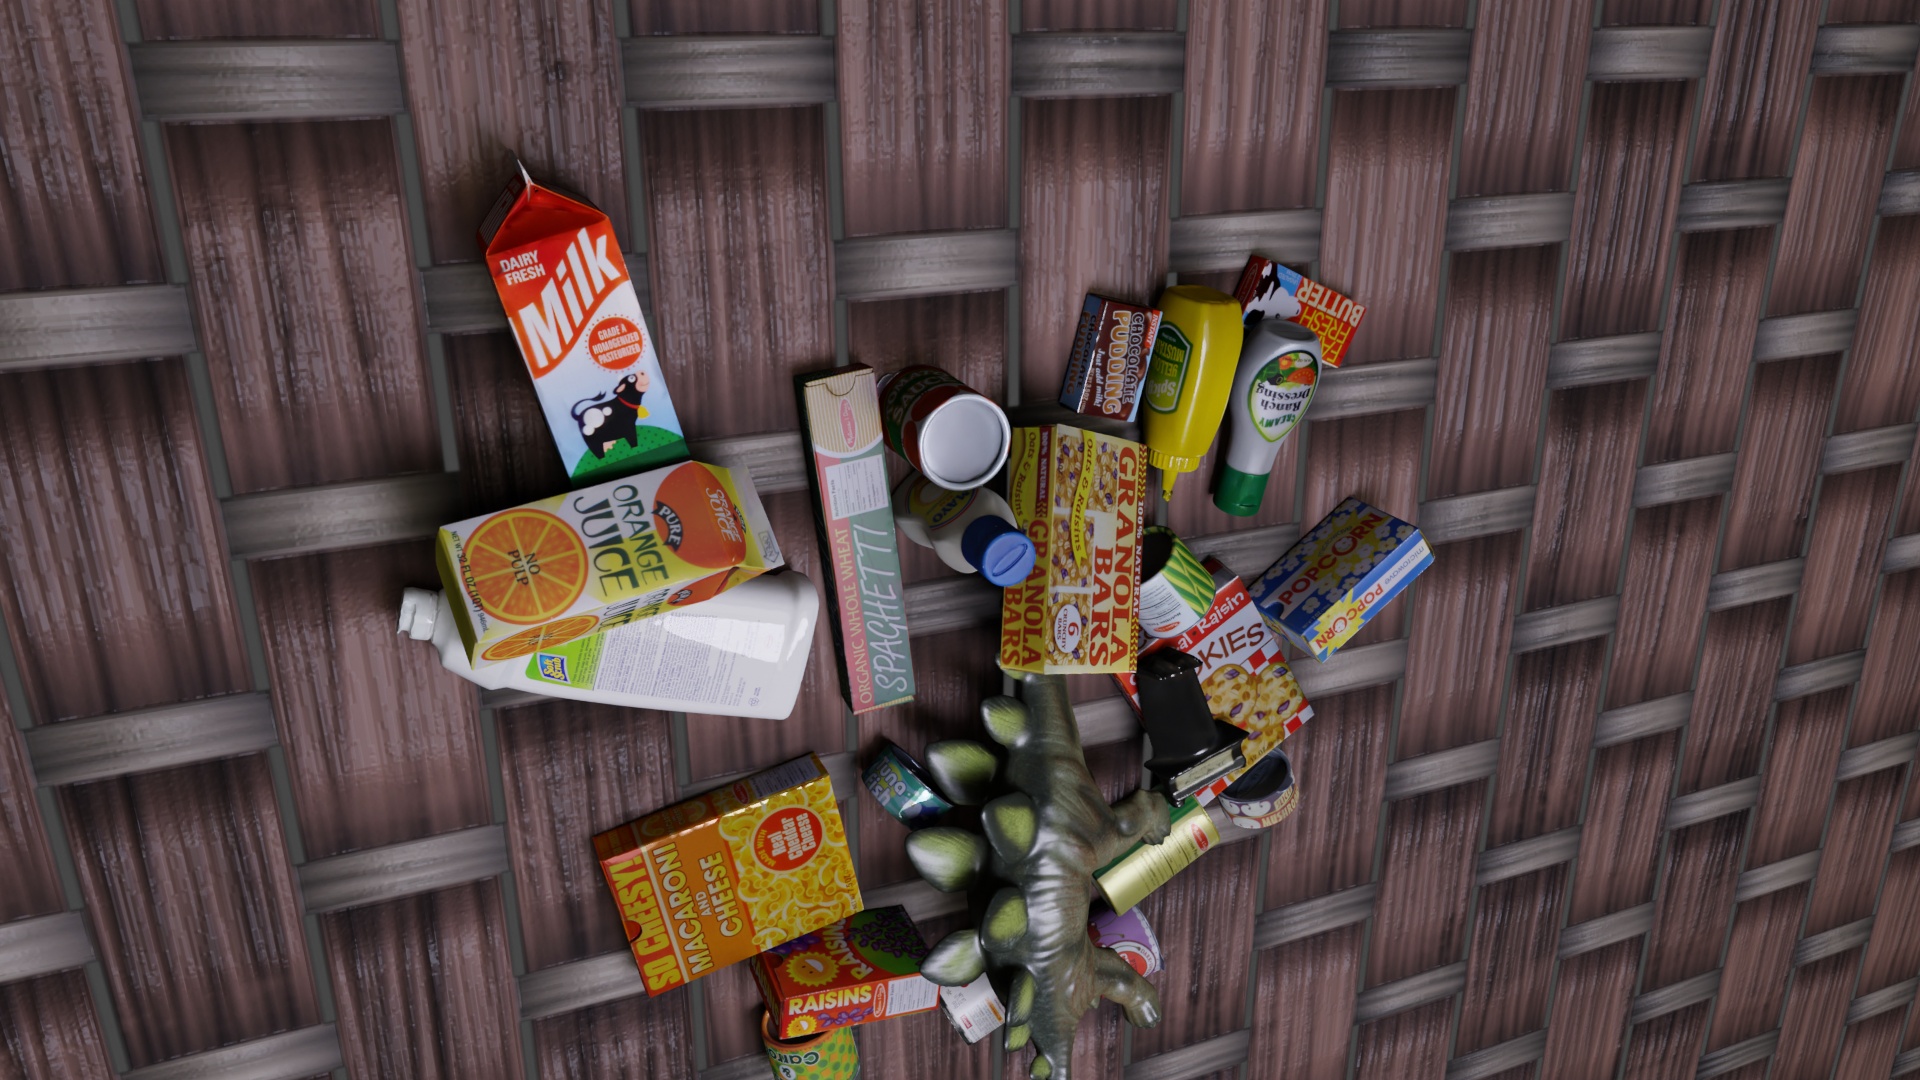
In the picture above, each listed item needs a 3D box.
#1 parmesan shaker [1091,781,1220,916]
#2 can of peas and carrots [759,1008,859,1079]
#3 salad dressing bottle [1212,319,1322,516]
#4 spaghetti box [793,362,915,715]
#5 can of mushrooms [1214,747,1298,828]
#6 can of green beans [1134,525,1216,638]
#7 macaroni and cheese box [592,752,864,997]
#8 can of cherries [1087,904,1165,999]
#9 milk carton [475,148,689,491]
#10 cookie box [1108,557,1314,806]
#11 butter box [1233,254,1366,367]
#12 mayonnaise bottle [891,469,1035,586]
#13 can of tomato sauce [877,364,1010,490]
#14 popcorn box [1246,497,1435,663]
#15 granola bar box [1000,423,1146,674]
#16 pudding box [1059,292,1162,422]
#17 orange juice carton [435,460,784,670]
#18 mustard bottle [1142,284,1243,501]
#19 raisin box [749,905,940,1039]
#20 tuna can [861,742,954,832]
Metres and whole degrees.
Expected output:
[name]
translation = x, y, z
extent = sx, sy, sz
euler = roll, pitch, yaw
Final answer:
[parmesan shaker]
translation = 0.148, 0.244, 1.123
extent = 0.103, 0.071, 0.071
euler = -34, 119, -8
[can of peas and carrots]
translation = -0.116, 0.384, 1.055
extent = 0.071, 0.071, 0.058
euler = -18, 115, -17
[salad dressing bottle]
translation = 0.224, -0.089, 1.033
extent = 0.064, 0.044, 0.146
euler = 0, 122, -19
[spaghetti box]
translation = -0.071, 0.003, 0.957
extent = 0.050, 0.029, 0.249
euler = -14, 114, -19
[can of mushrooms]
translation = 0.246, 0.204, 1.149
extent = 0.071, 0.071, 0.033
euler = -29, 120, -11
[can of green beans]
translation = 0.149, 0.031, 1.044
extent = 0.071, 0.071, 0.057
euler = -45, 119, -3
[macaroni and cheese box]
translation = -0.163, 0.239, 0.997
extent = 0.167, 0.040, 0.123
euler = -19, 115, -17
[can of cherries]
translation = 0.126, 0.337, 1.144
extent = 0.058, 0.071, 0.071
euler = -22, 116, -15
[milk carton]
translation = -0.227, -0.132, 0.813
extent = 0.073, 0.072, 0.189
euler = -21, 116, -15
[cookie box]
translation = 0.197, 0.114, 1.112
extent = 0.123, 0.040, 0.167
euler = -38, 120, -7
[butter box]
translation = 0.251, -0.170, 1.039
extent = 0.103, 0.024, 0.053
euler = 17, 102, -28
[mayonnaise bottle]
translation = 0.003, -0.011, 0.916
extent = 0.065, 0.148, 0.041
euler = -42, 119, -5
[can of tomato sauce]
translation = -0.014, -0.077, 0.922
extent = 0.071, 0.083, 0.071
euler = -9, 112, -21
[popcorn box]
translation = 0.298, 0.029, 1.098
extent = 0.127, 0.085, 0.038
euler = -41, 121, -5
[granola bar box]
translation = 0.080, 0.009, 0.965
extent = 0.124, 0.039, 0.165
euler = 6, 86, -53
[pudding box]
translation = 0.107, -0.129, 0.987
extent = 0.050, 0.030, 0.083
euler = 7, 106, -27
[orange juice carton]
translation = -0.205, 0.009, 0.831
extent = 0.193, 0.072, 0.072
euler = -17, 79, -25
[mustard bottle]
translation = 0.161, -0.101, 1.004
extent = 0.049, 0.065, 0.159
euler = -5, 114, -29
[raisin box]
translation = -0.086, 0.319, 1.035
extent = 0.123, 0.086, 0.040
euler = -3, 112, -23
[tuna can]
translation = -0.040, 0.182, 1.014
extent = 0.033, 0.071, 0.071
euler = -47, 120, -1
